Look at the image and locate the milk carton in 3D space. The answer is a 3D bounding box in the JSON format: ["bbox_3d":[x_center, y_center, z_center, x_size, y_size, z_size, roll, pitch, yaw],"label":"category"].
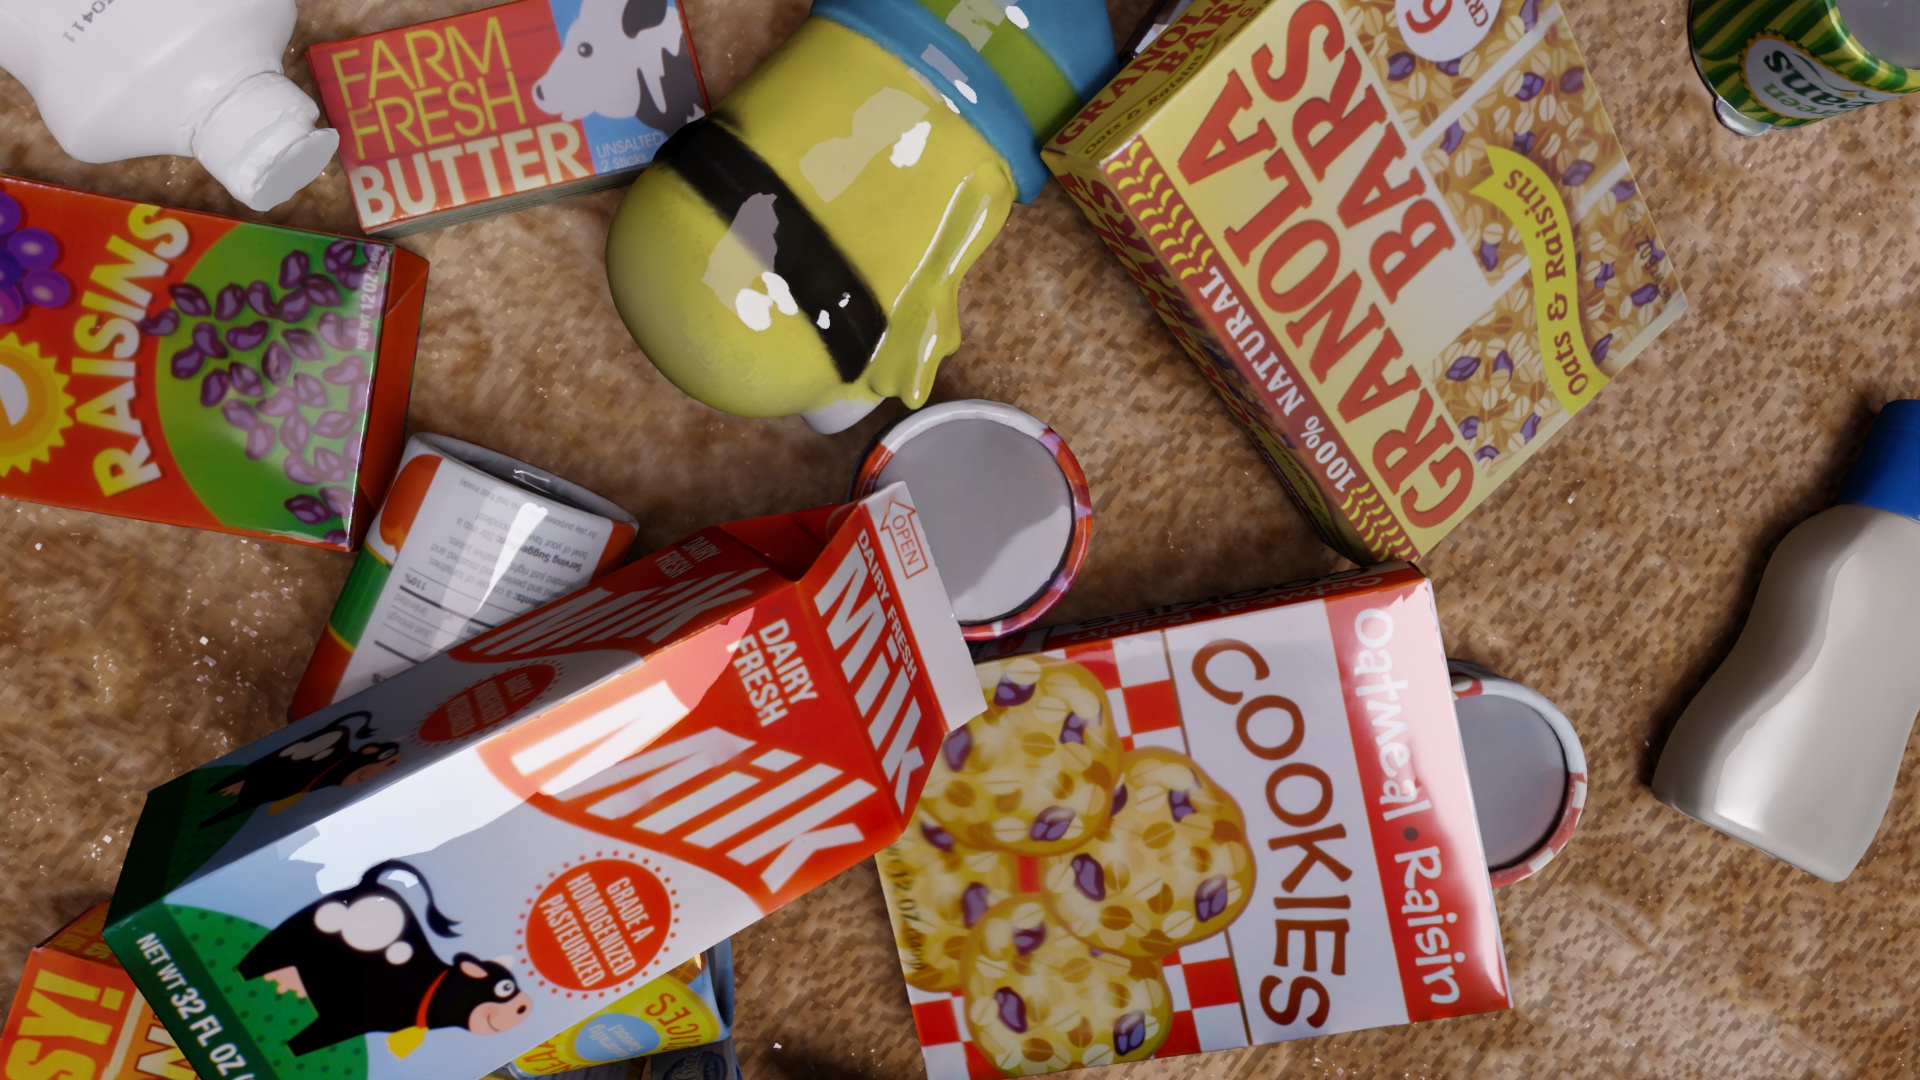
[{"bbox_3d":[-0.084,0.056,0.332,0.191,0.073,0.072,-26,111,-17],"label":"milk carton"}]

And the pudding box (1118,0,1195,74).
[{"bbox_3d":[0.093,-0.137,0.411,0.084,0.030,0.049,32,90,-8],"label":"pudding box"}]

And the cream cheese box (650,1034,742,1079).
[{"bbox_3d":[-0.068,0.172,0.382,0.024,0.104,0.053,-15,98,-11],"label":"cream cheese box"}]

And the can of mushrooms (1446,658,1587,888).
[{"bbox_3d":[0.155,0.074,0.433,0.071,0.033,0.071,-1,95,-7],"label":"can of mushrooms"}]

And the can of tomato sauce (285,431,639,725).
[{"bbox_3d":[-0.136,0.020,0.383,0.071,0.071,0.083,24,92,-7],"label":"can of tomato sauce"}]

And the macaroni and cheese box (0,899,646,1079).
[{"bbox_3d":[-0.193,0.190,0.402,0.166,0.040,0.123,20,92,-8],"label":"macaroni and cheese box"}]

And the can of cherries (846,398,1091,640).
[{"bbox_3d":[0.001,-0.005,0.398,0.071,0.058,0.071,0,94,-6],"label":"can of cherries"}]

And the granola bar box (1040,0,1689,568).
[{"bbox_3d":[0.117,-0.085,0.381,0.124,0.039,0.165,-44,122,0],"label":"granola bar box"}]

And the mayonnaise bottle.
[{"bbox_3d":[0.280,0.029,0.439,0.065,0.041,0.148,26,90,-9],"label":"mayonnaise bottle"}]

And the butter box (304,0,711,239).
[{"bbox_3d":[-0.124,-0.122,0.392,0.103,0.024,0.053,-15,97,-5],"label":"butter box"}]

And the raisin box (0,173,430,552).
[{"bbox_3d":[-0.219,-0.048,0.381,0.123,0.040,0.086,10,94,-6],"label":"raisin box"}]

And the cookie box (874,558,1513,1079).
[{"bbox_3d":[0.061,0.082,0.402,0.167,0.040,0.122,-12,96,10],"label":"cookie box"}]

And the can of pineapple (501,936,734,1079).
[{"bbox_3d":[-0.098,0.114,0.392,0.058,0.071,0.071,-9,96,-5],"label":"can of pineapple"}]

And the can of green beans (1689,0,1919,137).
[{"bbox_3d":[0.265,-0.162,0.413,0.071,0.058,0.071,-1,95,-6],"label":"can of green beans"}]
